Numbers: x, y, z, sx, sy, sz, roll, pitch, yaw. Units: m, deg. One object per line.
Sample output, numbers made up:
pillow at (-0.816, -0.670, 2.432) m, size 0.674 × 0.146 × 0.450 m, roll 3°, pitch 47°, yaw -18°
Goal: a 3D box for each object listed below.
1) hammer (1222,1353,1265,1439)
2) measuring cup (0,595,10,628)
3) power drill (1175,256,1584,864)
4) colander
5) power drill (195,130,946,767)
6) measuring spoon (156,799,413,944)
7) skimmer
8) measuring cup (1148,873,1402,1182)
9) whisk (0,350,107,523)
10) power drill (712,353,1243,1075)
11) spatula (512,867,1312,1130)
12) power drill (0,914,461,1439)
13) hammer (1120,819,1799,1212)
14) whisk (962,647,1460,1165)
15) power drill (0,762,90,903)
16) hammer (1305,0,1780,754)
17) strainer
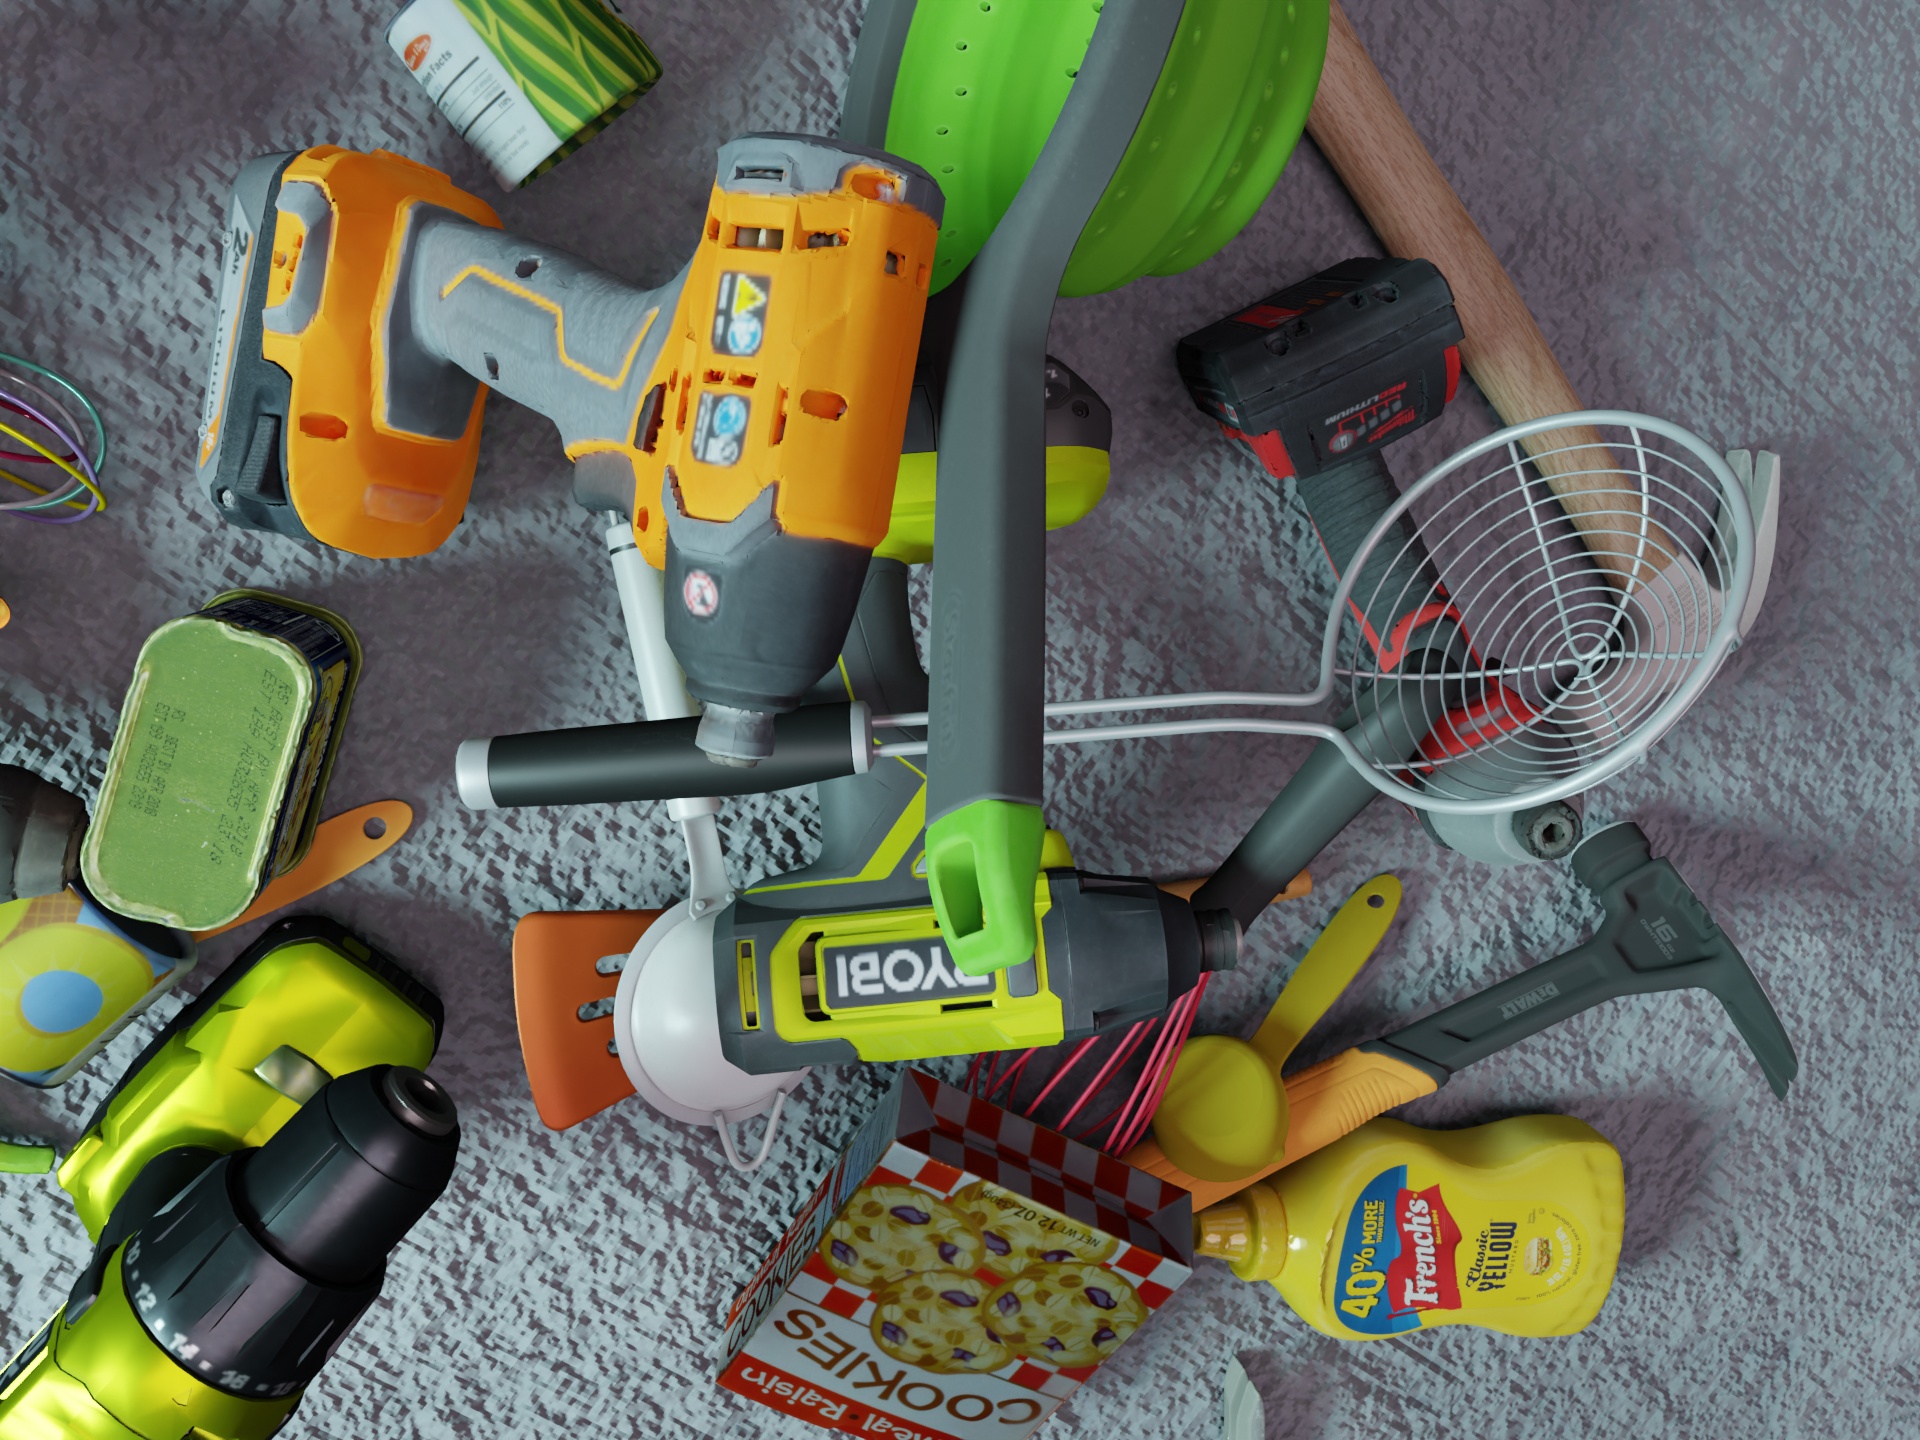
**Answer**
hammer at (-0.043, 0.347, 0.680) m, size 0.359 × 0.037 × 0.149 m, roll 6°, pitch 102°, yaw -15°
measuring cup at (-0.384, -0.063, 0.492) m, size 0.173 × 0.052 × 0.095 m, roll 18°, pitch 98°, yaw -21°
power drill at (0.162, -0.050, 0.580) m, size 0.078 × 0.143 × 0.219 m, roll -25°, pitch 106°, yaw 5°
colander at (0.041, -0.123, 0.452) m, size 0.094 × 0.204 × 0.397 m, roll 11°, pitch 68°, yaw -26°
power drill at (-0.118, -0.084, 0.463) m, size 0.226 × 0.084 × 0.164 m, roll 12°, pitch 96°, yaw 28°
measuring spoon at (-0.252, 0.060, 0.575) m, size 0.117 × 0.011 × 0.021 m, roll -29°, pitch 90°, yaw -9°
skimmer at (0.028, -0.019, 0.455) m, size 0.363 × 0.127 × 0.090 m, roll -5°, pitch 141°, yaw 2°
measuring cup at (0.134, 0.118, 0.653) m, size 0.156 × 0.062 × 0.029 m, roll -49°, pitch 148°, yaw -15°
whisk at (-0.379, -0.128, 0.482) m, size 0.245 × 0.047 × 0.051 m, roll 28°, pitch 97°, yaw -15°
power drill at (-0.001, -0.002, 0.536) m, size 0.171 × 0.080 × 0.223 m, roll -5°, pitch 81°, yaw -4°
spatula at (-0.007, 0.089, 0.625) m, size 0.322 × 0.041 × 0.081 m, roll -8°, pitch 93°, yaw -13°
power drill at (-0.222, 0.147, 0.486) m, size 0.080 × 0.229 × 0.190 m, roll 43°, pitch 90°, yaw -19°
hammer at (0.165, 0.160, 0.658) m, size 0.337 × 0.127 × 0.034 m, roll -24°, pitch 144°, yaw -2°
whisk at (0.083, 0.083, 0.581) m, size 0.073 × 0.073 × 0.295 m, roll 23°, pitch 124°, yaw -18°
power drill at (-0.335, -0.053, 0.442) m, size 0.187 × 0.080 × 0.226 m, roll 12°, pitch 103°, yaw -20°
hammer at (0.218, -0.146, 0.629) m, size 0.130 × 0.031 × 0.331 m, roll -41°, pitch 109°, yaw -1°
strainer at (-0.094, 0.037, 0.568) m, size 0.087 × 0.050 × 0.258 m, roll -13°, pitch 90°, yaw -33°
